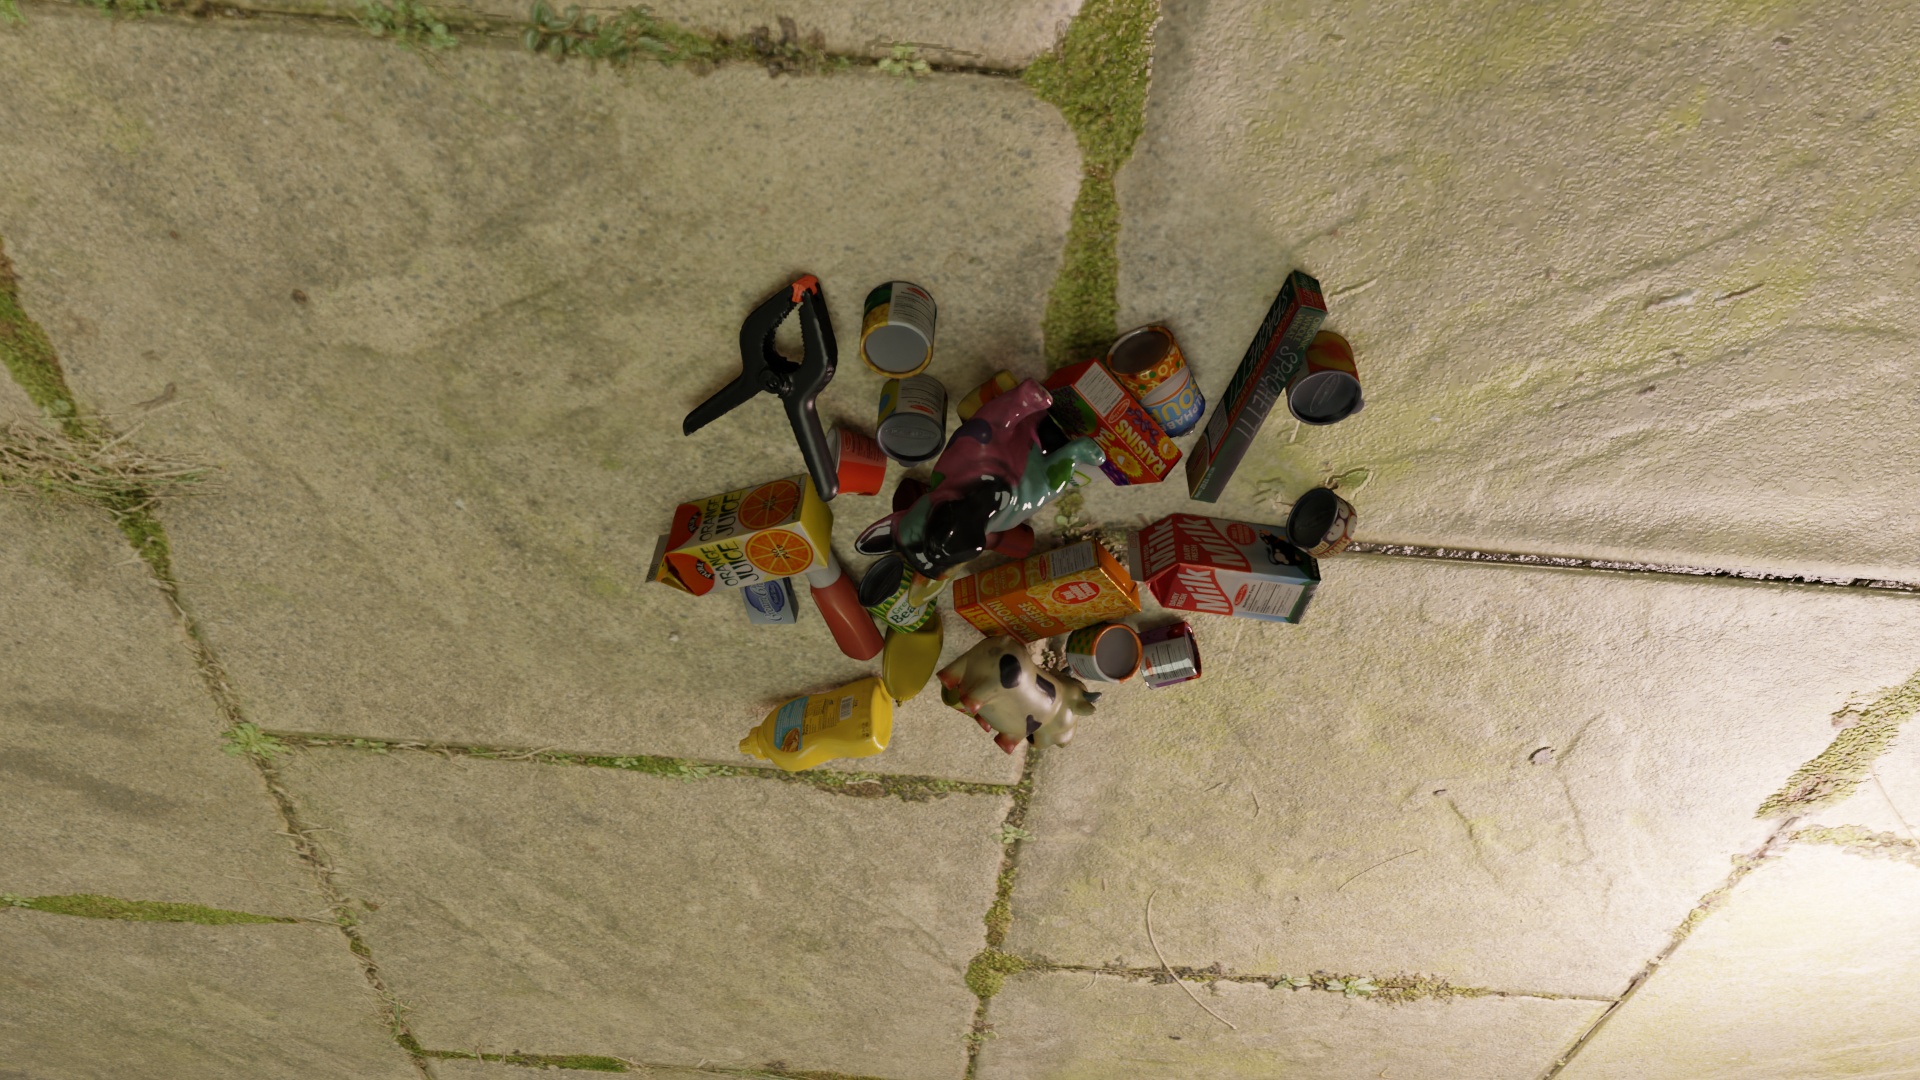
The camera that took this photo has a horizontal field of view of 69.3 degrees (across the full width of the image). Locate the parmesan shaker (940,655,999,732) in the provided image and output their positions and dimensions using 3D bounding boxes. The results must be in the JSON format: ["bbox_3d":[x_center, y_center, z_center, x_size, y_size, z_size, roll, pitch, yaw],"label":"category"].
[{"bbox_3d":[0.036,0.182,1.622,0.103,0.072,0.071,31,130,-28],"label":"parmesan shaker"}]

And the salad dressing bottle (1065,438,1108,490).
[{"bbox_3d":[0.119,-0.076,1.355,0.148,0.044,0.064,-6,152,6],"label":"salad dressing bottle"}]

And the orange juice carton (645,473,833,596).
[{"bbox_3d":[-0.234,-0.001,1.432,0.192,0.072,0.072,-13,134,15],"label":"orange juice carton"}]

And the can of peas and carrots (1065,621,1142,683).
[{"bbox_3d":[0.159,0.120,1.528,0.071,0.071,0.058,26,168,-23],"label":"can of peas and carrots"}]

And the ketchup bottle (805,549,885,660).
[{"bbox_3d":[-0.133,0.065,1.510,0.065,0.044,0.148,24,148,43],"label":"ketchup bottle"}]

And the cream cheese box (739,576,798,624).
[{"bbox_3d":[-0.214,0.051,1.521,0.053,0.024,0.103,-2,136,7],"label":"cream cheese box"}]

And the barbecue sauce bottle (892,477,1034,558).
[{"bbox_3d":[0.005,-0.018,1.413,0.148,0.065,0.043,18,117,-28],"label":"barbecue sauce bottle"}]

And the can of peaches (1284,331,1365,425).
[{"bbox_3d":[0.329,-0.147,1.260,0.071,0.058,0.070,1,136,1],"label":"can of peaches"}]

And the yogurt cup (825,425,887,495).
[{"bbox_3d":[-0.105,-0.074,1.355,0.054,0.073,0.072,9,137,-19],"label":"yogurt cup"}]

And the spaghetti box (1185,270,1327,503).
[{"bbox_3d":[0.268,-0.135,1.281,0.029,0.050,0.248,11,136,-11],"label":"spaghetti box"}]

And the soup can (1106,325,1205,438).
[{"bbox_3d":[0.179,-0.142,1.262,0.071,0.072,0.083,-18,133,20],"label":"soup can"}]

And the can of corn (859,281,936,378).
[{"bbox_3d":[-0.056,-0.185,1.236,0.071,0.058,0.070,1,137,1],"label":"can of corn"}]

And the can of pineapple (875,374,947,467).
[{"bbox_3d":[-0.046,-0.114,1.312,0.071,0.058,0.070,2,137,2],"label":"can of pineapple"}]

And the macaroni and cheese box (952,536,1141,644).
[{"bbox_3d":[0.093,0.059,1.486,0.166,0.040,0.123,-17,148,21],"label":"macaroni and cheese box"}]

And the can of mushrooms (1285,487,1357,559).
[{"bbox_3d":[0.361,-0.015,1.389,0.033,0.071,0.070,30,130,-28],"label":"can of mushrooms"}]

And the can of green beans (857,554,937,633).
[{"bbox_3d":[-0.067,0.058,1.490,0.071,0.071,0.057,-29,129,29],"label":"can of green beans"}]

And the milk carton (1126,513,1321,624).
[{"bbox_3d":[0.267,0.027,1.438,0.191,0.073,0.073,7,137,-6],"label":"milk carton"}]

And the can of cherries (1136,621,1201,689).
[{"bbox_3d":[0.233,0.127,1.554,0.058,0.072,0.071,-17,133,18],"label":"can of cherries"}]

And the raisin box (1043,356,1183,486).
[{"bbox_3d":[0.134,-0.106,1.270,0.123,0.040,0.086,45,164,-14],"label":"raisin box"}]

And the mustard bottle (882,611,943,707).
[{"bbox_3d":[-0.061,0.140,1.591,0.065,0.049,0.159,10,137,-7],"label":"mustard bottle"}]
